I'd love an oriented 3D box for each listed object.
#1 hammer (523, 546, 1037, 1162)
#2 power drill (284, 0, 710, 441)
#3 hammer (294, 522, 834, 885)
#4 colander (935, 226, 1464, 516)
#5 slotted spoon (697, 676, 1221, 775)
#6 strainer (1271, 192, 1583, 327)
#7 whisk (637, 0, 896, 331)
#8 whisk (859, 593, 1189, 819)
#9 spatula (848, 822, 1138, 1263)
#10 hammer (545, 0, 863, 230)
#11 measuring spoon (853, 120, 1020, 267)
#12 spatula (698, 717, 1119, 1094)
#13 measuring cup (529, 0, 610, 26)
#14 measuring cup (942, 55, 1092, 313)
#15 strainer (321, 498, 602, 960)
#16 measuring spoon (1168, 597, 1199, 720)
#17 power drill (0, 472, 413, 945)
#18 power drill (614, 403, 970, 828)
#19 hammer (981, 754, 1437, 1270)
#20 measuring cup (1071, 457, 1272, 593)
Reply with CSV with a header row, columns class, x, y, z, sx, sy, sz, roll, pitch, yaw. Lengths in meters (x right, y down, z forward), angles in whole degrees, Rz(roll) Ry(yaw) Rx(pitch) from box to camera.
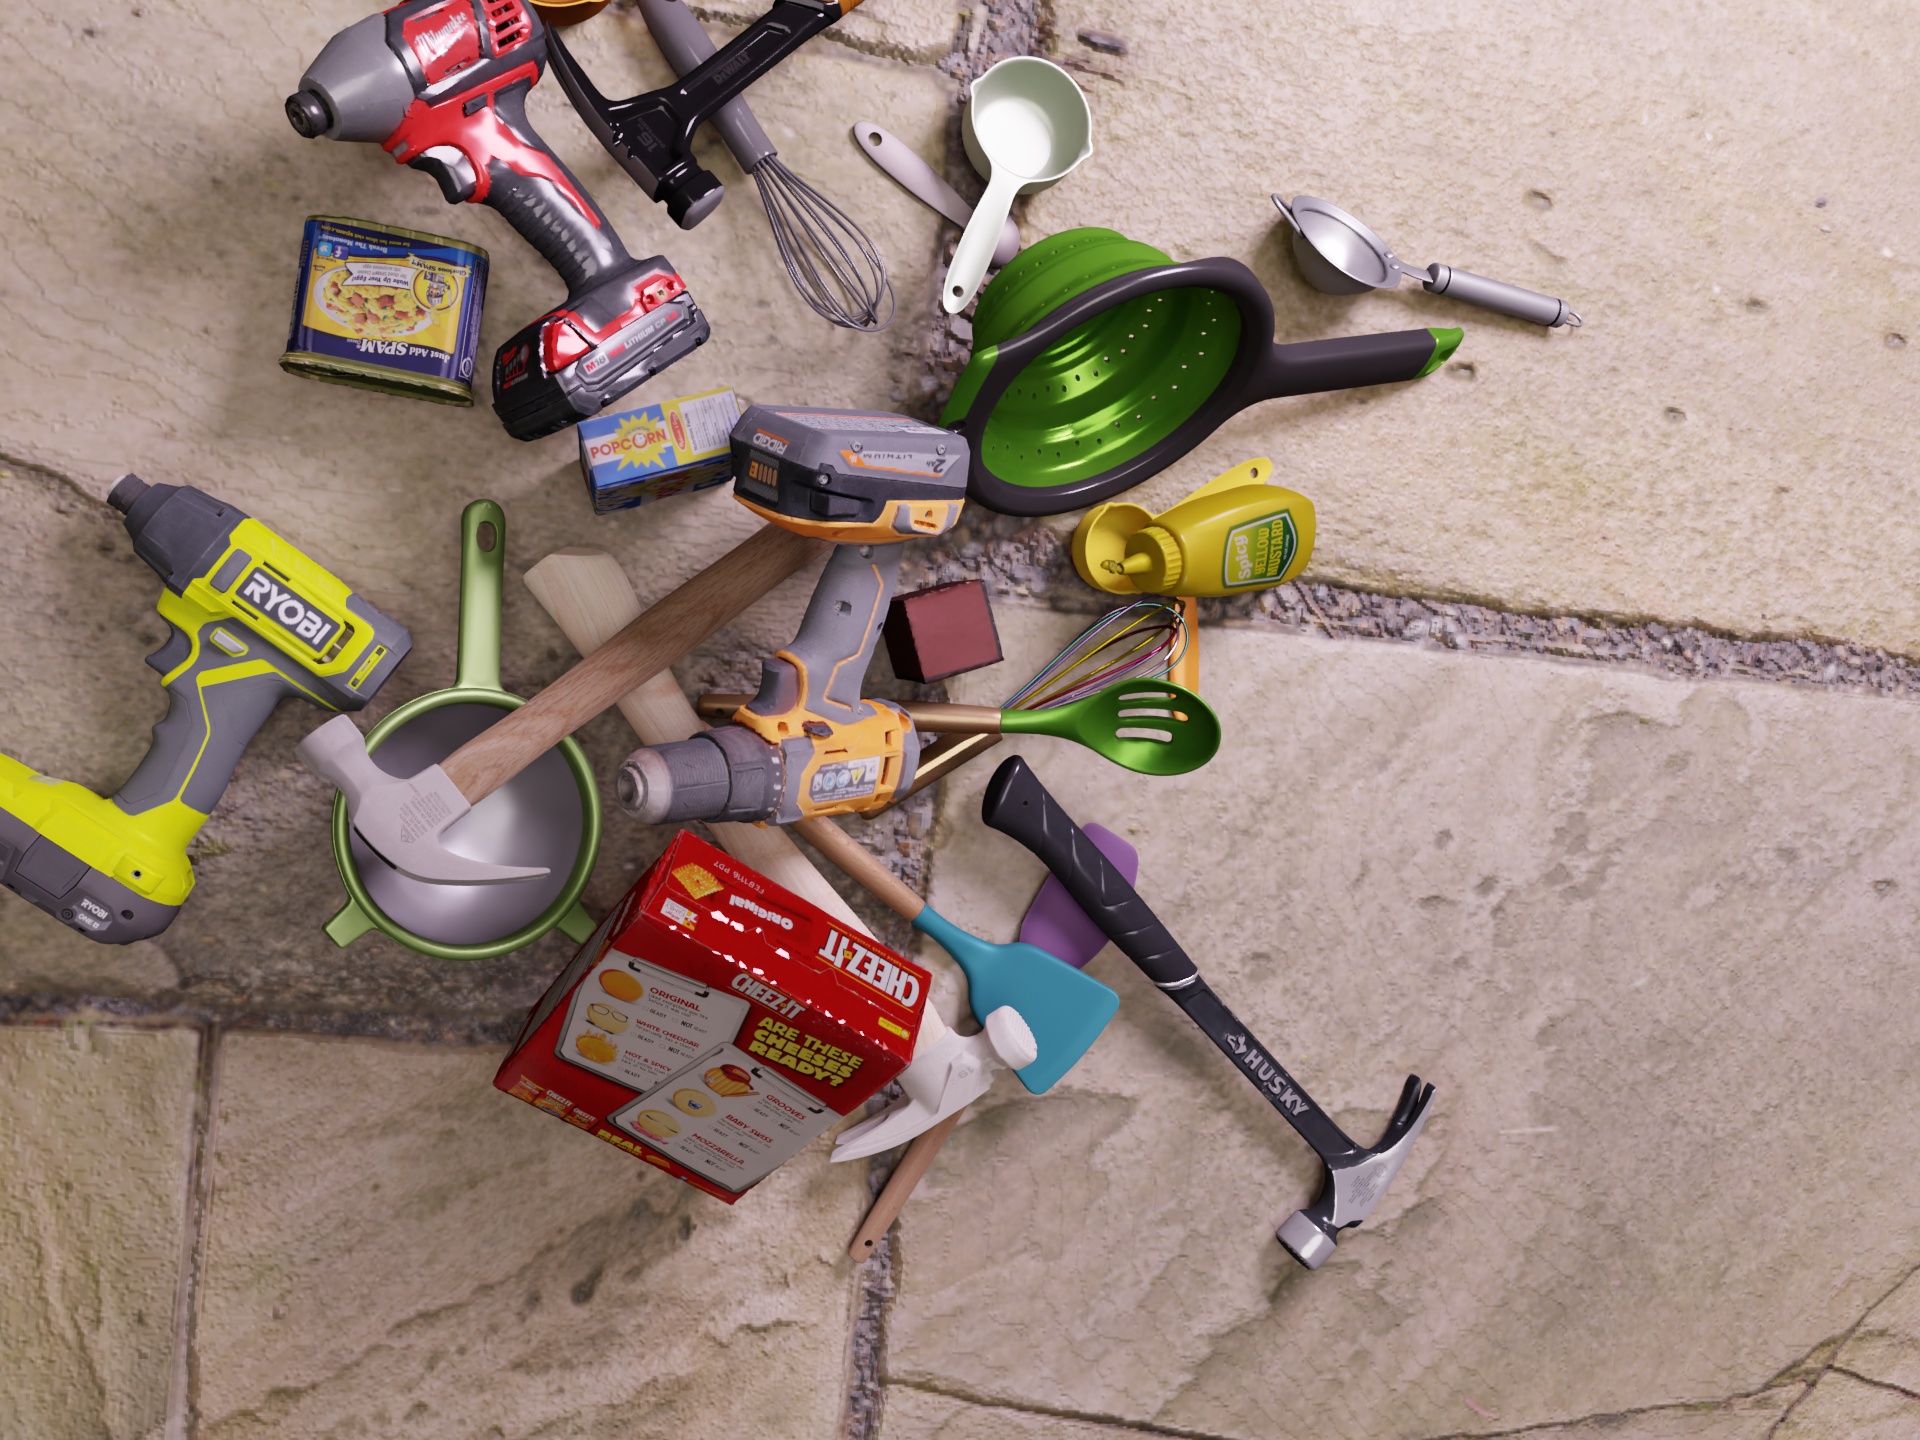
class,x,y,z,sx,sy,sz,roll,pitch,yaw
hammer,-0.129,0.078,0.948,0.146,0.038,0.410,-34,99,12
power drill,-0.243,-0.267,0.838,0.143,0.078,0.219,-44,114,-35
hammer,-0.184,-0.030,0.879,0.331,0.031,0.130,-40,95,-24
colander,0.143,-0.235,0.973,0.397,0.204,0.095,-13,63,-28
slotted spoon,-0.002,-0.003,0.958,0.313,0.031,0.070,3,124,0
strainer,0.303,-0.288,1.037,0.258,0.050,0.087,9,49,-20
whisk,-0.114,-0.328,0.928,0.055,0.055,0.239,-35,98,-9
whisk,0.041,-0.007,0.997,0.245,0.047,0.051,-32,102,-5
spatula,0.020,0.209,1.019,0.059,0.018,0.316,34,85,-13
hammer,-0.076,-0.427,0.911,0.337,0.034,0.127,-43,96,-16
measuring spoon,-0.014,-0.322,0.965,0.124,0.018,0.034,36,86,-14
spatula,-0.043,0.104,0.980,0.317,0.044,0.082,40,92,-12
measuring cup,-0.197,-0.460,0.892,0.173,0.052,0.095,-40,103,-10
measuring cup,0.021,-0.316,0.957,0.083,0.038,0.167,24,83,-14
strainer,-0.284,0.005,0.901,0.151,0.069,0.256,5,83,-37
measuring spoon,0.147,-0.055,1.032,0.021,0.011,0.117,-1,95,-14
power drill,-0.435,-0.008,0.859,0.171,0.080,0.223,38,81,-14
power drill,-0.090,-0.048,0.844,0.185,0.084,0.226,-8,116,-44
hammer,0.156,0.176,1.032,0.149,0.036,0.408,-44,106,-8
measuring cup,0.136,-0.132,1.021,0.156,0.029,0.062,-31,110,-22
